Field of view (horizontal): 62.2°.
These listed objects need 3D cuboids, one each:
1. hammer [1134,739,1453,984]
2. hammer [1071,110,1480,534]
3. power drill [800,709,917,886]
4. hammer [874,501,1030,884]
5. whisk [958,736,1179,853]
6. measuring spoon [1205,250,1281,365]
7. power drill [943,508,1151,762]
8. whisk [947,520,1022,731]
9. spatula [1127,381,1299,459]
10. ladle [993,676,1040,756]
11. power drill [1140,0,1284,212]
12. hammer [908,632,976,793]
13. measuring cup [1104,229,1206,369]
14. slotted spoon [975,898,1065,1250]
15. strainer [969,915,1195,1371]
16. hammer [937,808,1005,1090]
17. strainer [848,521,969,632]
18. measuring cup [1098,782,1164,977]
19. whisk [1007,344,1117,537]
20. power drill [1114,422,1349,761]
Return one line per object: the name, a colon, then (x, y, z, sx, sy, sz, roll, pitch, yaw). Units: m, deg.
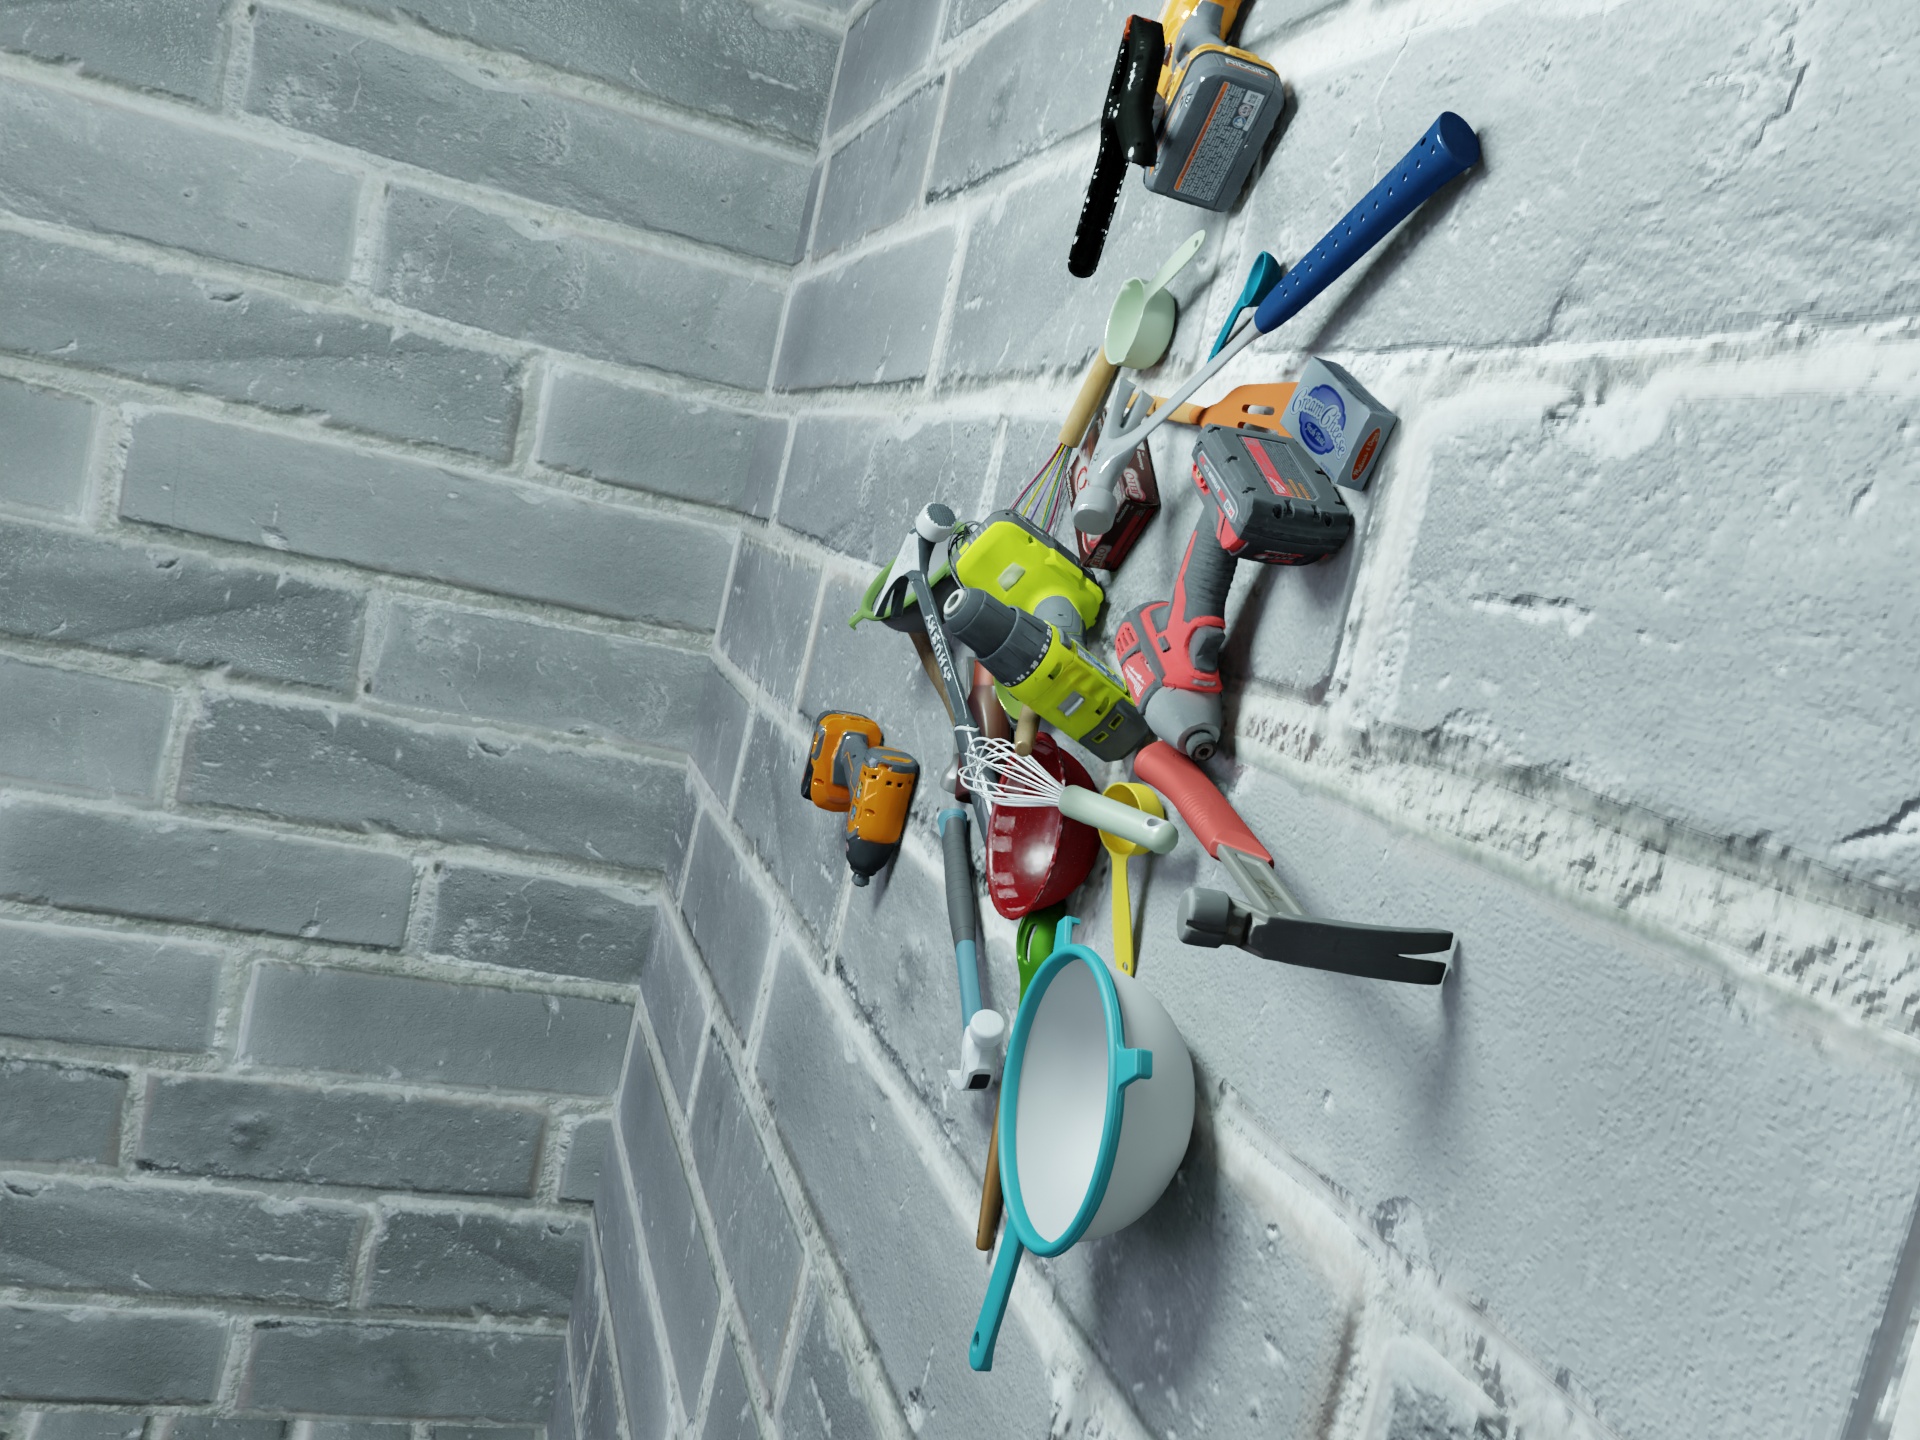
hammer: (0.179, 0.076, 1.016, 0.359, 0.149, 0.036, -107, 27, -75)
hammer: (0.209, -0.283, 1.131, 0.405, 0.035, 0.144, -39, 27, 52)
power drill: (-0.123, 0.089, 1.890, 0.227, 0.084, 0.164, -138, 60, -64)
hammer: (-0.002, -0.005, 1.510, 0.149, 0.036, 0.409, -53, 45, 47)
whisk: (0.080, 0.061, 1.235, 0.246, 0.058, 0.059, 20, 126, 51)
measuring spoon: (0.219, -0.308, 1.226, 0.128, 0.021, 0.042, 115, 168, -60)
power drill: (0.058, -0.082, 1.301, 0.080, 0.190, 0.229, -46, 25, 20)
whisk: (0.031, -0.092, 1.548, 0.055, 0.055, 0.239, 127, 135, -52)
spatula: (0.189, -0.241, 1.261, 0.323, 0.041, 0.081, -128, 50, -71)
ladle: (0.048, -0.012, 1.335, 0.320, 0.062, 0.078, -68, -23, -77)
power drill: (0.189, -0.514, 1.326, 0.185, 0.084, 0.226, 117, 159, -44)
hammer: (-0.020, -0.054, 1.742, 0.332, 0.031, 0.130, -115, 40, -60)
measuring cup: (0.175, -0.357, 1.340, 0.167, 0.038, 0.083, 140, 137, -59)
slotted spoon: (0.046, 0.301, 1.365, 0.070, 0.031, 0.314, -166, 85, -73)
strainer: (0.088, 0.325, 1.127, 0.211, 0.095, 0.340, -118, 41, -66)
hammer: (0.004, 0.204, 1.500, 0.331, 0.033, 0.128, -97, 12, -49)
strainer: (-0.001, -0.148, 1.704, 0.256, 0.069, 0.151, -5, 42, 53)
measuring cup: (0.133, 0.125, 1.221, 0.062, 0.029, 0.156, 2, 94, 58)
whisk: (0.094, -0.246, 1.512, 0.245, 0.047, 0.051, -64, 36, 27)
power drill: (0.180, -0.083, 1.115, 0.143, 0.078, 0.219, -106, 29, -46)
